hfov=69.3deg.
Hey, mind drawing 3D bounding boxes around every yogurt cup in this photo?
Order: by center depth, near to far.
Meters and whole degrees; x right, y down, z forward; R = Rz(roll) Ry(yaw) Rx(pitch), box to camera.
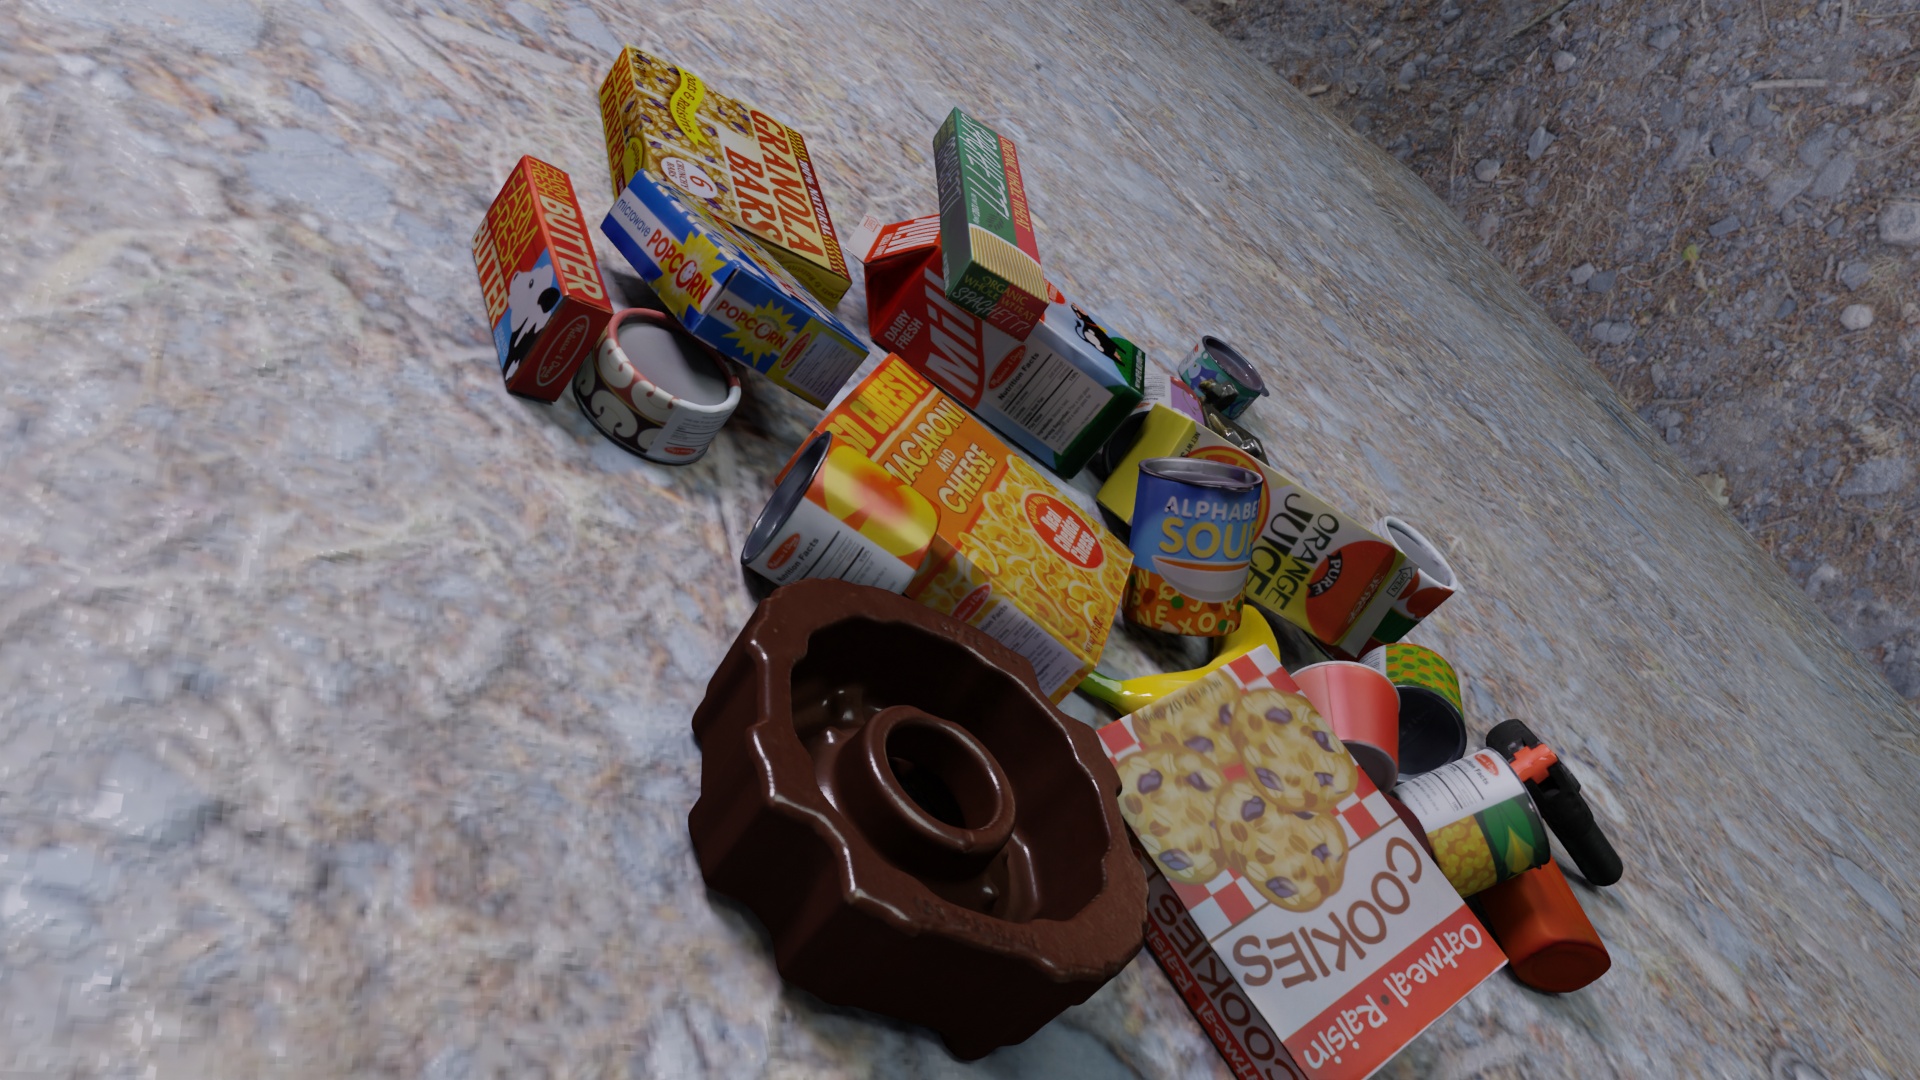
[{"bbox_3d":[0.203,0.106,0.743,0.072,0.072,0.054,32,37,-18],"label":"yogurt cup"}]

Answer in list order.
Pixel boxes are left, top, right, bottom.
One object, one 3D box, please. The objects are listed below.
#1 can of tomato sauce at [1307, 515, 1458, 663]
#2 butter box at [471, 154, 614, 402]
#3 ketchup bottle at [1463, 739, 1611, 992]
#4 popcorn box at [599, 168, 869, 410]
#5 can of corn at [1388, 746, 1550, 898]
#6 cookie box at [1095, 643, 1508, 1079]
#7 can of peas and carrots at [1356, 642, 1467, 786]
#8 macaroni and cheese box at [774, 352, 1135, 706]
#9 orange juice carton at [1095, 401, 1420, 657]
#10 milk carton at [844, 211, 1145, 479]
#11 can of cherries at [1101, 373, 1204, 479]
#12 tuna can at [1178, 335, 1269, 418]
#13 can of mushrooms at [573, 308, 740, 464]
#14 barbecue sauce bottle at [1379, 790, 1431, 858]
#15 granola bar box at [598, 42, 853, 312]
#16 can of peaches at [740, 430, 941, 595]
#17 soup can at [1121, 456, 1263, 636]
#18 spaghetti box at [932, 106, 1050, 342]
[{"bbox_3d":[0.271,0.035,0.905,0.071,0.082,0.071,31,30,-20],"label":"can of tomato sauce"},{"bbox_3d":[-0.179,-0.113,0.590,0.024,0.053,0.104,16,37,-42],"label":"butter box"},{"bbox_3d":[0.309,0.179,0.790,0.064,0.043,0.149,28,30,-30],"label":"ketchup bottle"},{"bbox_3d":[-0.109,-0.120,0.659,0.085,0.038,0.127,29,12,-45],"label":"popcorn box"},{"bbox_3d":[0.268,0.153,0.736,0.071,0.058,0.071,-115,-178,-90],"label":"can of corn"},{"bbox_3d":[0.131,0.139,0.583,0.123,0.040,0.168,-20,65,-34],"label":"cookie box"},{"bbox_3d":[0.263,0.103,0.817,0.071,0.070,0.059,40,27,-3],"label":"can of peas and carrots"},{"bbox_3d":[0.002,-0.009,0.681,0.166,0.040,0.124,39,28,-4],"label":"macaroni and cheese box"},{"bbox_3d":[0.184,-0.001,0.832,0.192,0.071,0.073,30,7,-16],"label":"orange juice carton"},{"bbox_3d":[0.015,-0.129,0.832,0.190,0.073,0.073,35,28,-11],"label":"milk carton"},{"bbox_3d":[0.124,-0.064,0.886,0.071,0.071,0.059,34,28,-14],"label":"can of cherries"},{"bbox_3d":[0.213,-0.130,1.122,0.071,0.032,0.071,30,30,-19],"label":"tuna can"},{"bbox_3d":[-0.133,-0.070,0.607,0.071,0.033,0.071,30,31,-20],"label":"can of mushrooms"},{"bbox_3d":[0.162,0.130,0.678,0.148,0.043,0.065,27,30,-23],"label":"barbecue sauce bottle"},{"bbox_3d":[-0.135,-0.203,0.788,0.124,0.039,0.166,20,35,-35],"label":"granola bar box"},{"bbox_3d":[-0.049,-0.005,0.582,0.058,0.071,0.071,34,29,-15],"label":"can of peaches"},{"bbox_3d":[0.125,0.003,0.744,0.071,0.083,0.071,5,14,-1],"label":"soup can"},{"bbox_3d":[0.013,-0.193,0.812,0.050,0.028,0.251,27,29,-20],"label":"spaghetti box"}]
